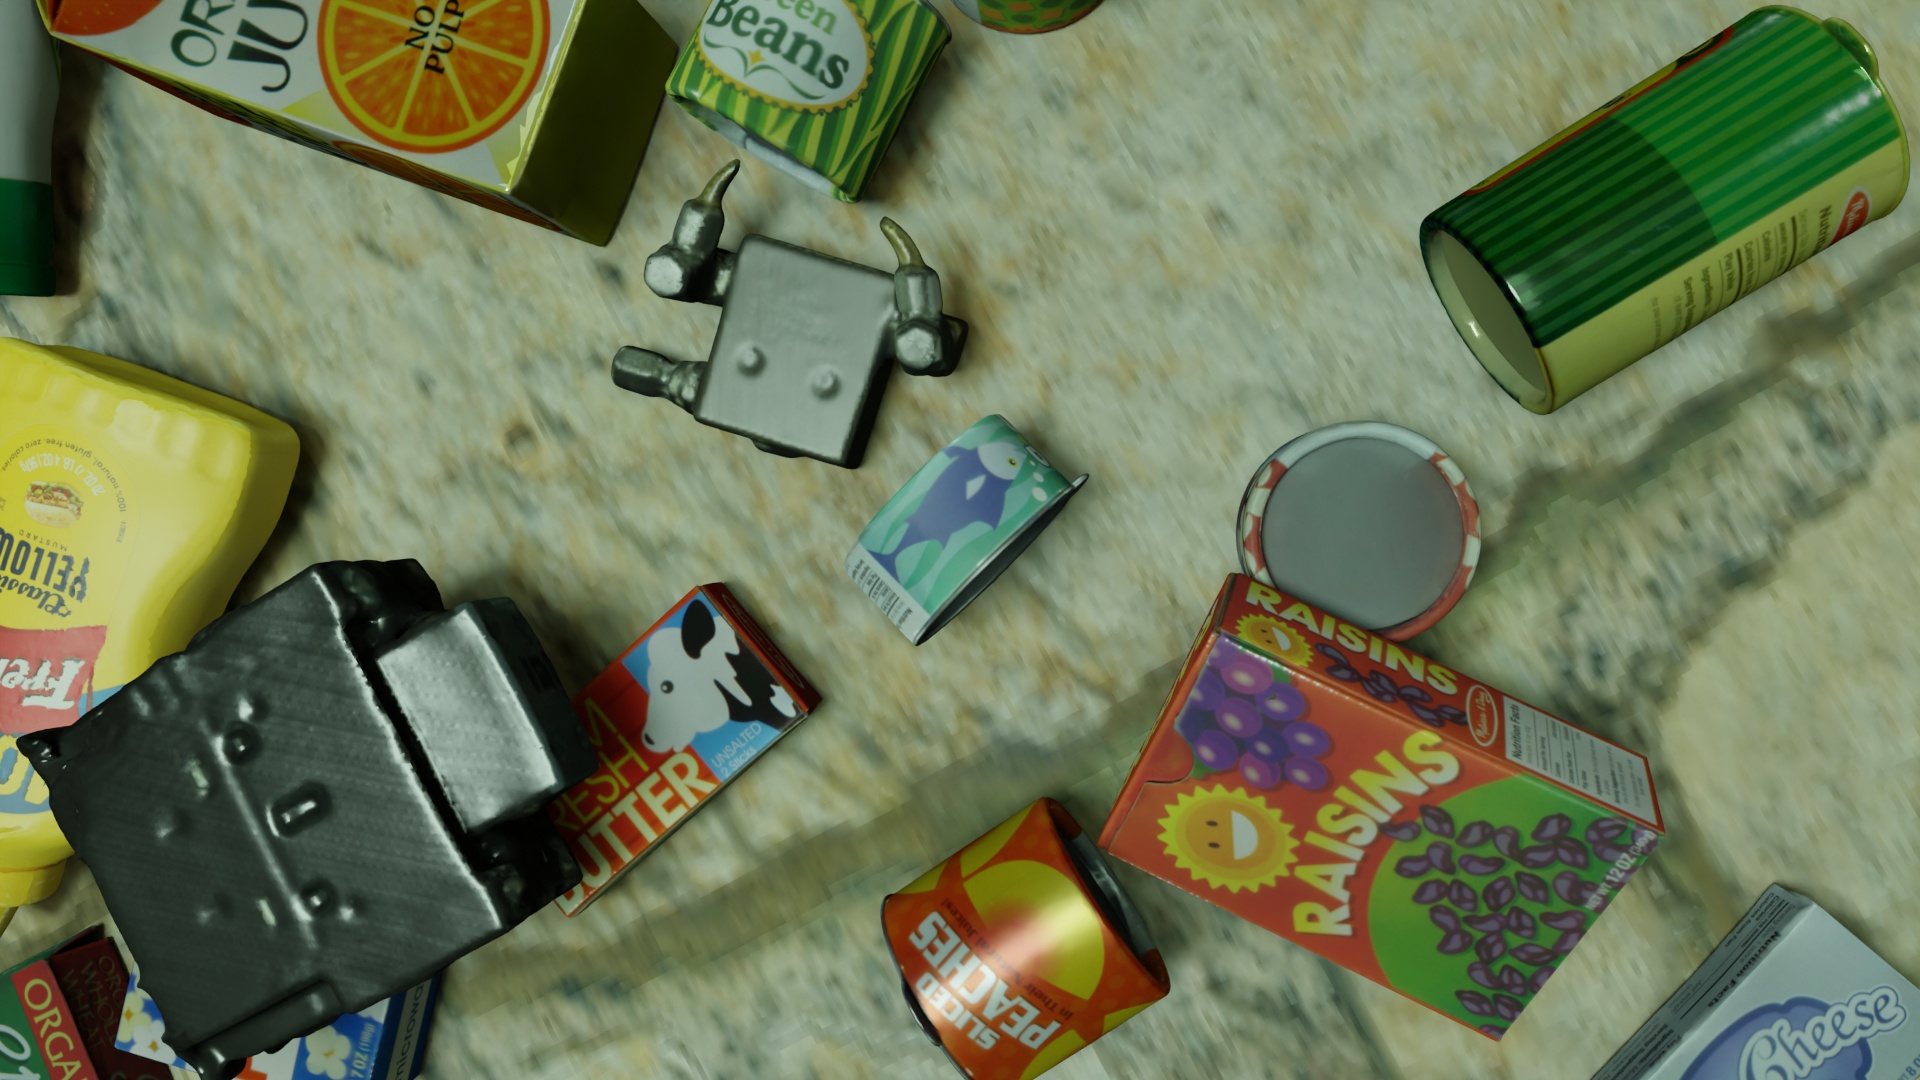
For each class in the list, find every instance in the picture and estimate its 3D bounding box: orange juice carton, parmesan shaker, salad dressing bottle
[{"bbox_3d":[-0.196,-0.160,0.427,0.193,0.072,0.073,20,92,7],"label":"orange juice carton"},{"bbox_3d":[0.187,-0.090,0.379,0.103,0.071,0.071,-31,86,6],"label":"parmesan shaker"},{"bbox_3d":[-0.317,-0.154,0.452,0.044,0.064,0.147,-1,98,-36],"label":"salad dressing bottle"}]

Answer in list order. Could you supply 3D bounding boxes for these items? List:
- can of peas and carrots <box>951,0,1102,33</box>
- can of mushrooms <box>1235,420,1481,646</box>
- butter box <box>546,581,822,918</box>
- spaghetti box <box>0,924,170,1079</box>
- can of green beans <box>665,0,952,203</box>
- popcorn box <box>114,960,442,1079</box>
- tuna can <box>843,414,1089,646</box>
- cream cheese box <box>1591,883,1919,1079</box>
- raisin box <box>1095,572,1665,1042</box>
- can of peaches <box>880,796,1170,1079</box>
[{"bbox_3d":[0.021,-0.191,0.407,0.071,0.059,0.071,0,90,6],"label":"can of peas and carrots"},{"bbox_3d":[0.116,0.000,0.406,0.071,0.033,0.071,0,89,6],"label":"can of mushrooms"},{"bbox_3d":[-0.099,0.066,0.437,0.103,0.024,0.053,-41,86,5],"label":"butter box"},{"bbox_3d":[-0.261,0.252,0.453,0.050,0.028,0.250,-26,87,5],"label":"spaghetti box"},{"bbox_3d":[-0.045,-0.141,0.411,0.071,0.071,0.058,30,94,6],"label":"can of green beans"},{"bbox_3d":[-0.206,0.108,0.442,0.085,0.038,0.126,14,91,7],"label":"popcorn box"},{"bbox_3d":[0.001,-0.005,0.404,0.071,0.071,0.033,-45,84,5],"label":"tuna can"},{"bbox_3d":[0.223,0.155,0.396,0.053,0.024,0.103,41,94,7],"label":"cream cheese box"},{"bbox_3d":[0.112,0.074,0.387,0.123,0.040,0.085,25,122,7],"label":"raisin box"},{"bbox_3d":[0.019,0.116,0.398,0.058,0.071,0.071,-34,86,5],"label":"can of peaches"}]
